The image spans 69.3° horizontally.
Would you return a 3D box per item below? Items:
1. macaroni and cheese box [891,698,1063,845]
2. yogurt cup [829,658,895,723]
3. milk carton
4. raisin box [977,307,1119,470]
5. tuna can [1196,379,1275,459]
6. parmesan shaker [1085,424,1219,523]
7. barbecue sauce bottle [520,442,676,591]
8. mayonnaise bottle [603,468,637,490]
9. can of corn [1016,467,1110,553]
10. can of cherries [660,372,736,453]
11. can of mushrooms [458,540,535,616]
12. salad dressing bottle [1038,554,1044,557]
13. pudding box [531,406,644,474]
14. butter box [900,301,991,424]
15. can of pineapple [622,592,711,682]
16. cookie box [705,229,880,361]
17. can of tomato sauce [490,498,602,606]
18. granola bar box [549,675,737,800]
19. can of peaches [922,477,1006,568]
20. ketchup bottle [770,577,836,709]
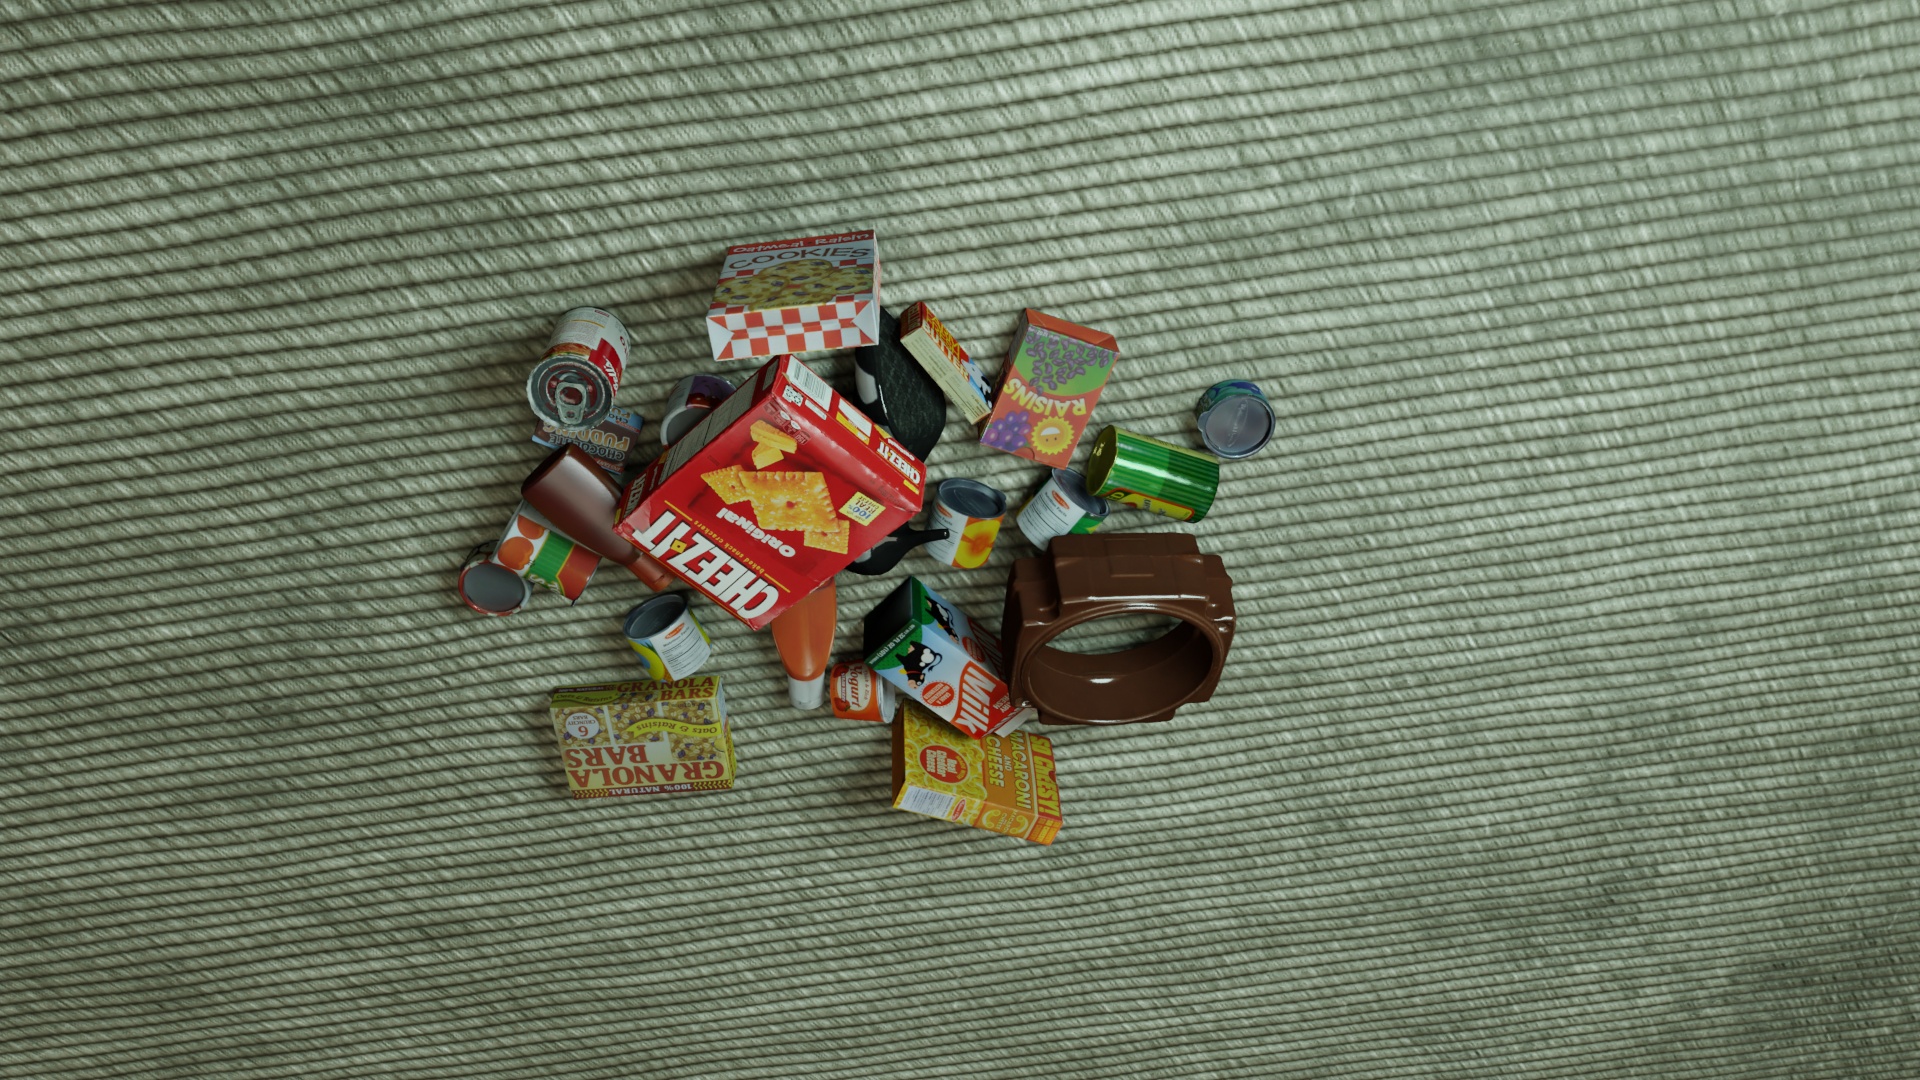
[{"bbox_3d":[0.015,0.231,1.393,0.166,0.124,0.040,16,121,-14],"label":"macaroni and cheese box"},{"bbox_3d":[-0.097,0.147,1.369,0.054,0.073,0.072,-4,123,9],"label":"yogurt cup"},{"bbox_3d":[-0.001,0.126,1.354,0.190,0.074,0.072,38,113,-24],"label":"milk carton"},{"bbox_3d":[0.075,-0.131,1.216,0.086,0.040,0.122,16,121,-14],"label":"raisin box"},{"bbox_3d":[0.243,-0.109,1.244,0.071,0.033,0.070,-2,122,-3],"label":"tuna can"},{"bbox_3d":[0.174,-0.058,1.249,0.103,0.071,0.071,16,120,-13],"label":"parmesan shaker"},{"bbox_3d":[-0.308,-0.015,1.213,0.065,0.044,0.148,-38,115,12],"label":"barbecue sauce bottle"},{"bbox_3d":[-0.270,-0.015,1.268,0.148,0.041,0.064,22,116,-18],"label":"mayonnaise bottle"},{"bbox_3d":[0.094,-0.025,1.270,0.071,0.071,0.058,30,117,-20],"label":"can of corn"},{"bbox_3d":[-0.221,-0.102,1.204,0.071,0.059,0.071,-1,122,-2],"label":"can of cherries"},{"bbox_3d":[-0.433,0.036,1.294,0.071,0.033,0.070,-2,123,-3],"label":"can of mushrooms"},{"bbox_3d":[0.143,0.043,1.329,0.148,0.044,0.064,5,128,-8],"label":"salad dressing bottle"},{"bbox_3d":[-0.327,-0.097,1.217,0.084,0.030,0.049,23,119,-17],"label":"pudding box"},{"bbox_3d":[-0.012,-0.152,1.189,0.024,0.053,0.103,-32,118,19],"label":"butter box"},{"bbox_3d":[-0.279,0.092,1.321,0.071,0.071,0.057,-18,122,8],"label":"can of pineapple"},{"bbox_3d":[-0.126,-0.194,1.087,0.123,0.168,0.040,-6,120,1],"label":"cookie box"},{"bbox_3d":[-0.374,0.010,1.260,0.083,0.071,0.071,29,117,-19],"label":"can of tomato sauce"},{"bbox_3d":[-0.318,0.200,1.402,0.166,0.039,0.123,-4,123,-1],"label":"granola bar box"},{"bbox_3d":[0.005,-0.016,1.270,0.071,0.071,0.057,12,121,-11],"label":"can of peaches"},{"bbox_3d":[-0.151,0.096,1.344,0.065,0.044,0.148,0,123,-2],"label":"ketchup bottle"}]
